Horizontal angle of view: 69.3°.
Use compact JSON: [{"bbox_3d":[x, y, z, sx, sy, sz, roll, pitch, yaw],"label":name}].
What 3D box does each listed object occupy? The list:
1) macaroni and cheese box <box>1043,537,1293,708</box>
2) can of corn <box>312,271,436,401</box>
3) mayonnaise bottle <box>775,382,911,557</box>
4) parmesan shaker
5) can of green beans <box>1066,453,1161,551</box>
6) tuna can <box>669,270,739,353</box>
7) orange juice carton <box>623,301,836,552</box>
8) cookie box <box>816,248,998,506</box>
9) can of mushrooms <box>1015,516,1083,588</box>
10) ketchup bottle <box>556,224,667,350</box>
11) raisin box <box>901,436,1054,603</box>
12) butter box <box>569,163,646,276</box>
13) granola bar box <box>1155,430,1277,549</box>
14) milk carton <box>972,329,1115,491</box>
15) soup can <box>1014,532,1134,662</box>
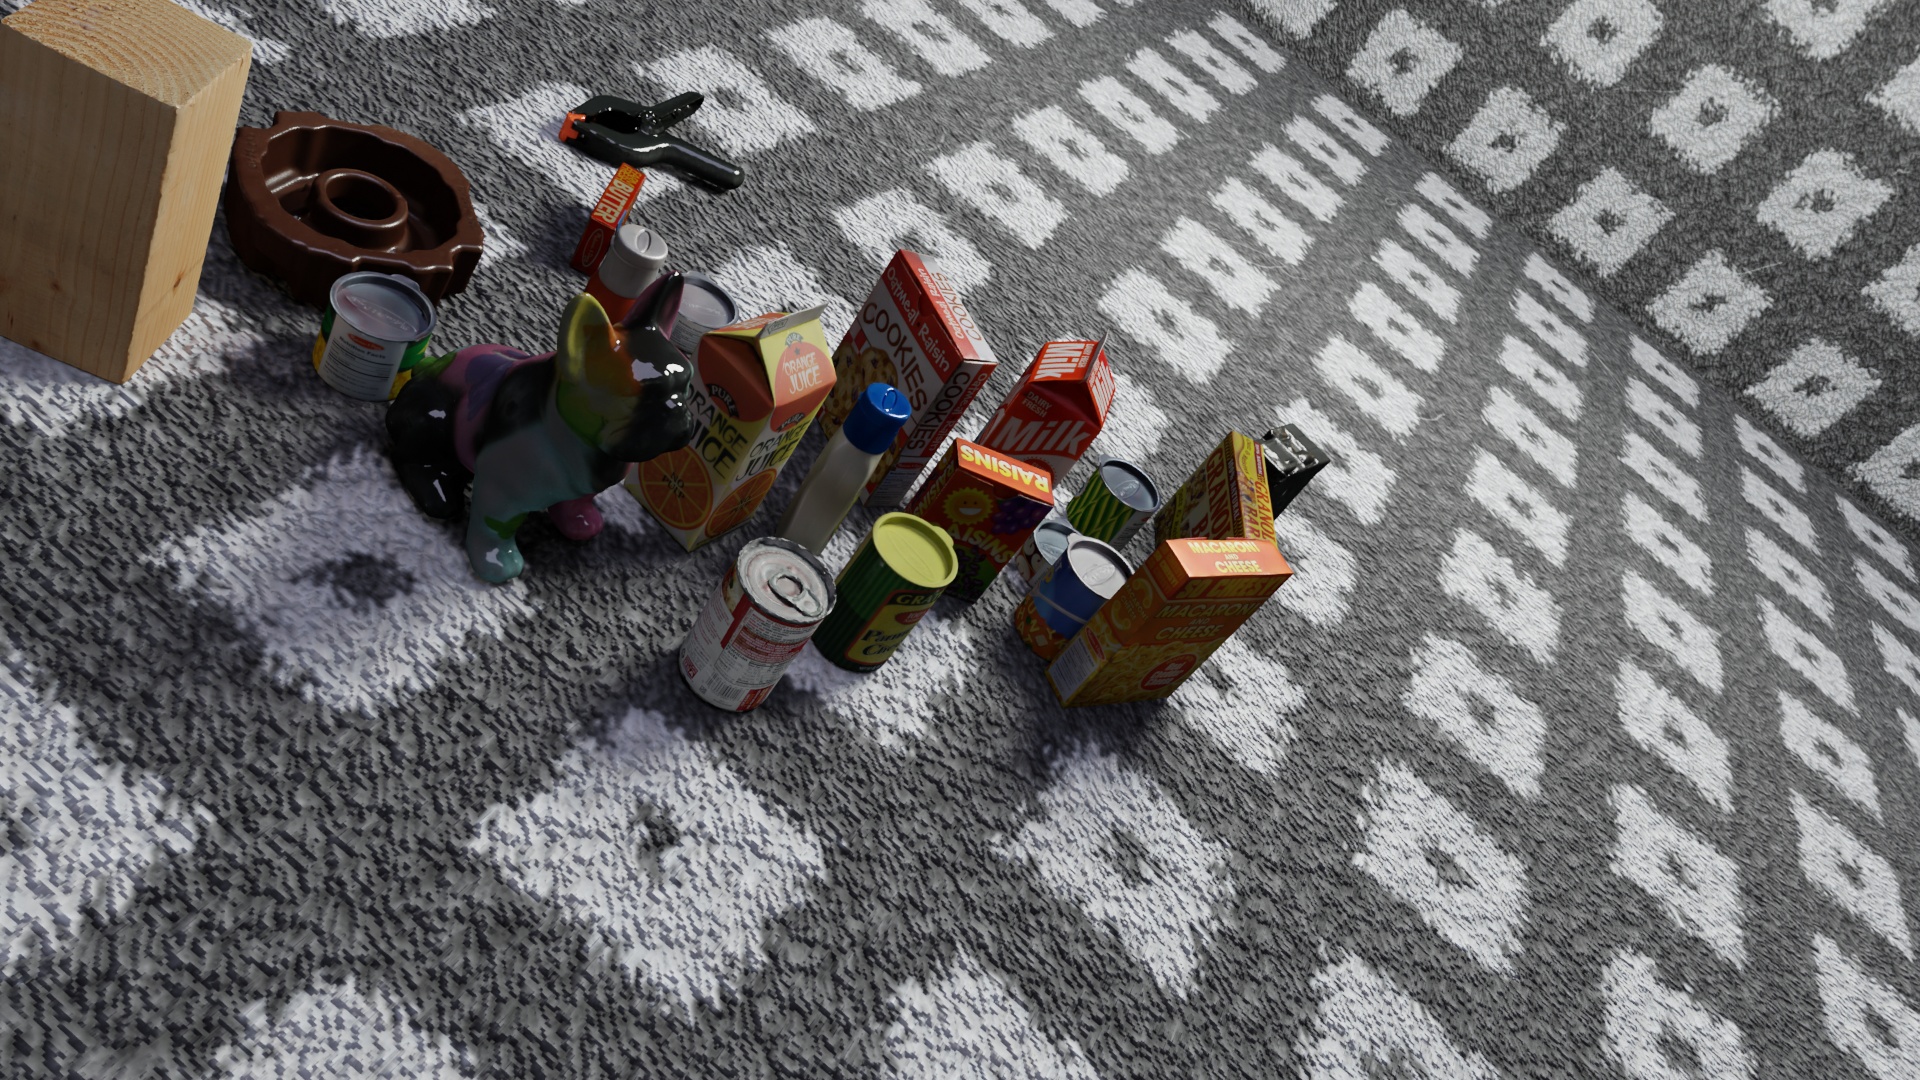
[{"bbox_3d":[0.159,0.063,1.075,0.124,0.165,0.040,0,50,-40],"label":"macaroni and cheese box"},{"bbox_3d":[-0.390,-0.137,0.927,0.071,0.058,0.071,23,38,-19],"label":"can of corn"},{"bbox_3d":[-0.086,-0.050,1.011,0.041,0.147,0.065,30,36,-10],"label":"mayonnaise bottle"},{"bbox_3d":[-0.054,0.038,0.979,0.071,0.102,0.072,23,38,-19],"label":"parmesan shaker"},{"bbox_3d":[0.138,-0.032,1.254,0.071,0.057,0.071,23,38,-19],"label":"can of green beans"},{"bbox_3d":[-0.220,-0.188,1.147,0.071,0.032,0.071,23,38,-19],"label":"tuna can"},{"bbox_3d":[-0.152,-0.088,0.958,0.073,0.191,0.072,45,36,10],"label":"orange juice carton"},{"bbox_3d":[-0.051,-0.127,1.108,0.040,0.166,0.123,-1,51,-41],"label":"cookie box"},{"bbox_3d":[0.082,0.016,1.175,0.071,0.033,0.071,23,38,-19],"label":"can of mushrooms"},{"bbox_3d":[-0.253,-0.157,0.987,0.043,0.148,0.065,21,39,-22],"label":"ketchup bottle"},{"bbox_3d":[0.004,-0.013,1.066,0.086,0.122,0.040,21,39,-22],"label":"raisin box"},{"bbox_3d":[-0.293,-0.268,1.156,0.024,0.053,0.104,26,37,-15],"label":"butter box"},{"bbox_3d":[0.226,-0.002,1.239,0.039,0.123,0.166,26,37,-15],"label":"granola bar box"},{"bbox_3d":[0.064,-0.091,1.144,0.073,0.189,0.073,33,36,-7],"label":"milk carton"},{"bbox_3d":[0.090,0.046,1.105,0.071,0.083,0.072,23,38,-19],"label":"soup can"}]
